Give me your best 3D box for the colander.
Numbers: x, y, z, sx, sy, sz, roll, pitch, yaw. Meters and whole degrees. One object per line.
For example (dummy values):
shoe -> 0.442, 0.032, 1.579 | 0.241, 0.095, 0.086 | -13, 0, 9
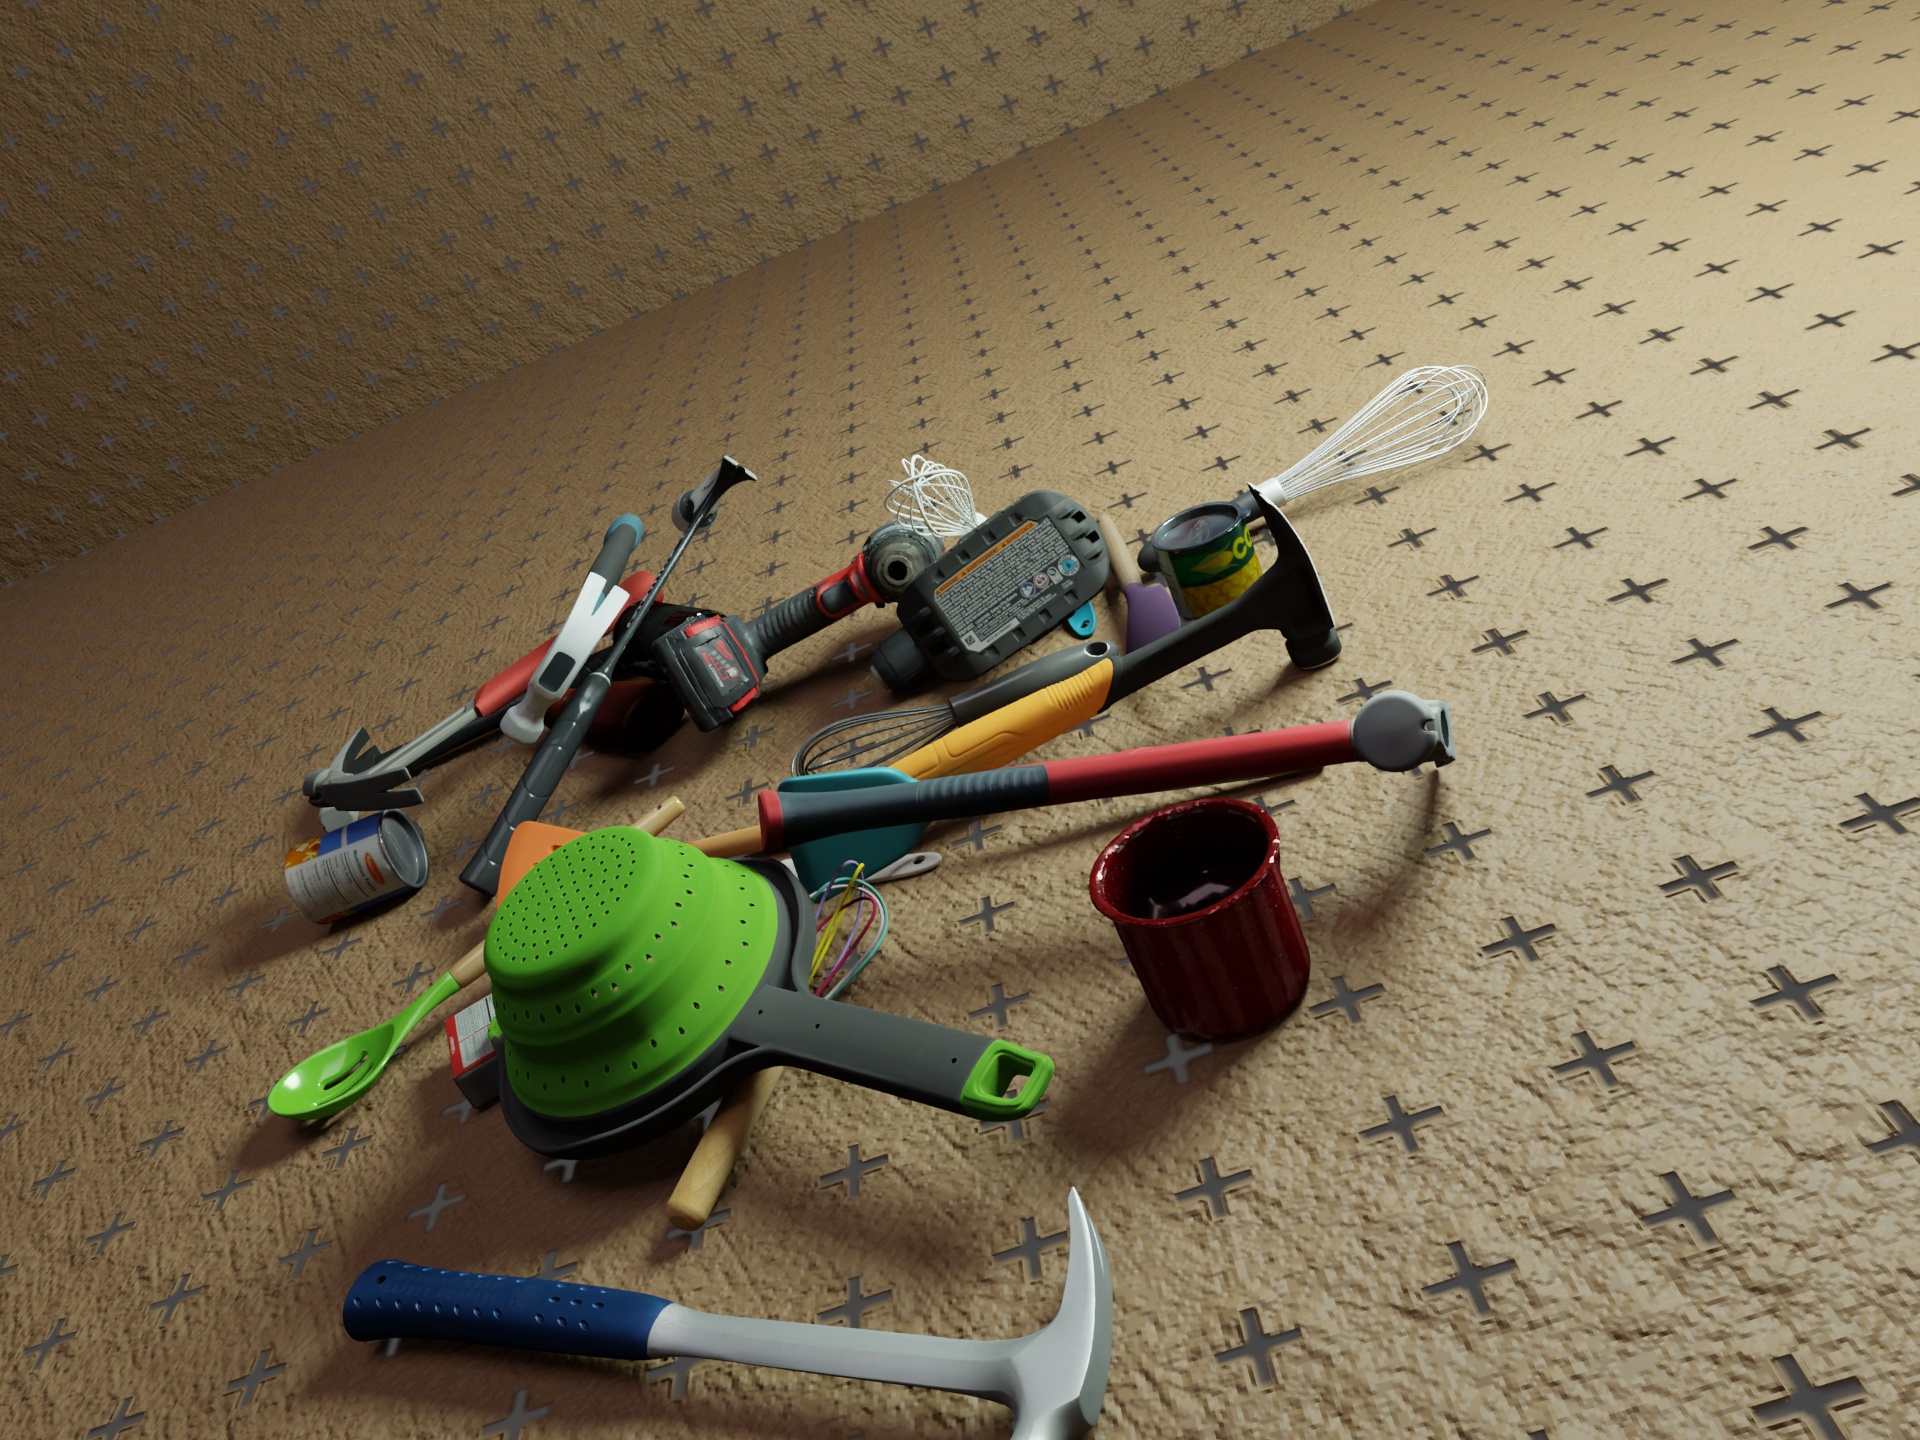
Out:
colander -> -0.127, 0.128, 0.806 | 0.397, 0.094, 0.204 | 3, 47, 42

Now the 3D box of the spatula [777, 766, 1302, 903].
spatula -> 0.053, 0.046, 0.932 | 0.317, 0.082, 0.044 | -8, 17, 15

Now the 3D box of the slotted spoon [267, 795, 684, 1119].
slotted spoon -> -0.305, 0.152, 1.030 | 0.314, 0.031, 0.070 | -40, 31, -14

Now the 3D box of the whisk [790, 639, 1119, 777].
whisk -> -0.002, -0.003, 1.078 | 0.239, 0.055, 0.055 | -22, 27, -5

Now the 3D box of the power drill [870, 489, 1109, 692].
power drill -> 0.017, -0.081, 1.095 | 0.190, 0.080, 0.228 | -36, 2, 2

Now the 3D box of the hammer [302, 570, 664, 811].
hammer -> -0.370, -0.032, 1.331 | 0.149, 0.036, 0.359 | -5, 27, 40

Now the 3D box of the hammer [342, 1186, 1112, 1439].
hammer -> -0.119, 0.266, 0.703 | 0.405, 0.035, 0.144 | -7, 32, 30

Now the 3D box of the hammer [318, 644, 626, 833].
hammer -> -0.413, -0.008, 1.427 | 0.335, 0.035, 0.146 | -25, 28, -2

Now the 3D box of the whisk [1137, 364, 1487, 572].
whisk -> 0.258, -0.181, 1.174 | 0.284, 0.070, 0.070 | -28, 27, 5

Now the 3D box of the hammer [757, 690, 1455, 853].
hammer -> 0.067, 0.033, 0.865 | 0.386, 0.038, 0.143 | -9, -6, 22

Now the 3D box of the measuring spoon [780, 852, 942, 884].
measuring spoon -> -0.070, 0.091, 0.992 | 0.124, 0.018, 0.034 | -11, 30, 23

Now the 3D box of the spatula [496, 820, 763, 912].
spatula -> -0.160, 0.079, 1.061 | 0.322, 0.041, 0.081 | -13, 49, 18

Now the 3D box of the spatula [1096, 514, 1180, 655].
spatula -> 0.121, -0.099, 1.148 | 0.316, 0.018, 0.059 | -95, 30, -67

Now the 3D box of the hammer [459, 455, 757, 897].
hammer -> -0.272, -0.042, 1.236 | 0.149, 0.036, 0.409 | -28, 33, 58

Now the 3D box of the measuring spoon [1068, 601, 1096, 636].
measuring spoon -> 0.086, -0.093, 1.201 | 0.042, 0.021, 0.129 | -29, 35, 11

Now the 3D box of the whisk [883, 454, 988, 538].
whisk -> 0.007, -0.145, 1.182 | 0.059, 0.058, 0.246 | -24, -14, 16

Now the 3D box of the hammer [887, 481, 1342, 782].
hammer -> 0.066, -0.017, 0.978 | 0.337, 0.127, 0.034 | -28, 32, 3

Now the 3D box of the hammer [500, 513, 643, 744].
hammer -> -0.304, -0.102, 1.314 | 0.128, 0.033, 0.331 | -52, 17, 19

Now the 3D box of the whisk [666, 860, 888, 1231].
whisk -> -0.096, 0.170, 0.860 | 0.047, 0.051, 0.245 | -30, 23, 40

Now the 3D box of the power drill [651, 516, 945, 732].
power drill -> -0.113, -0.080, 1.196 | 0.226, 0.080, 0.188 | -29, 8, 4
